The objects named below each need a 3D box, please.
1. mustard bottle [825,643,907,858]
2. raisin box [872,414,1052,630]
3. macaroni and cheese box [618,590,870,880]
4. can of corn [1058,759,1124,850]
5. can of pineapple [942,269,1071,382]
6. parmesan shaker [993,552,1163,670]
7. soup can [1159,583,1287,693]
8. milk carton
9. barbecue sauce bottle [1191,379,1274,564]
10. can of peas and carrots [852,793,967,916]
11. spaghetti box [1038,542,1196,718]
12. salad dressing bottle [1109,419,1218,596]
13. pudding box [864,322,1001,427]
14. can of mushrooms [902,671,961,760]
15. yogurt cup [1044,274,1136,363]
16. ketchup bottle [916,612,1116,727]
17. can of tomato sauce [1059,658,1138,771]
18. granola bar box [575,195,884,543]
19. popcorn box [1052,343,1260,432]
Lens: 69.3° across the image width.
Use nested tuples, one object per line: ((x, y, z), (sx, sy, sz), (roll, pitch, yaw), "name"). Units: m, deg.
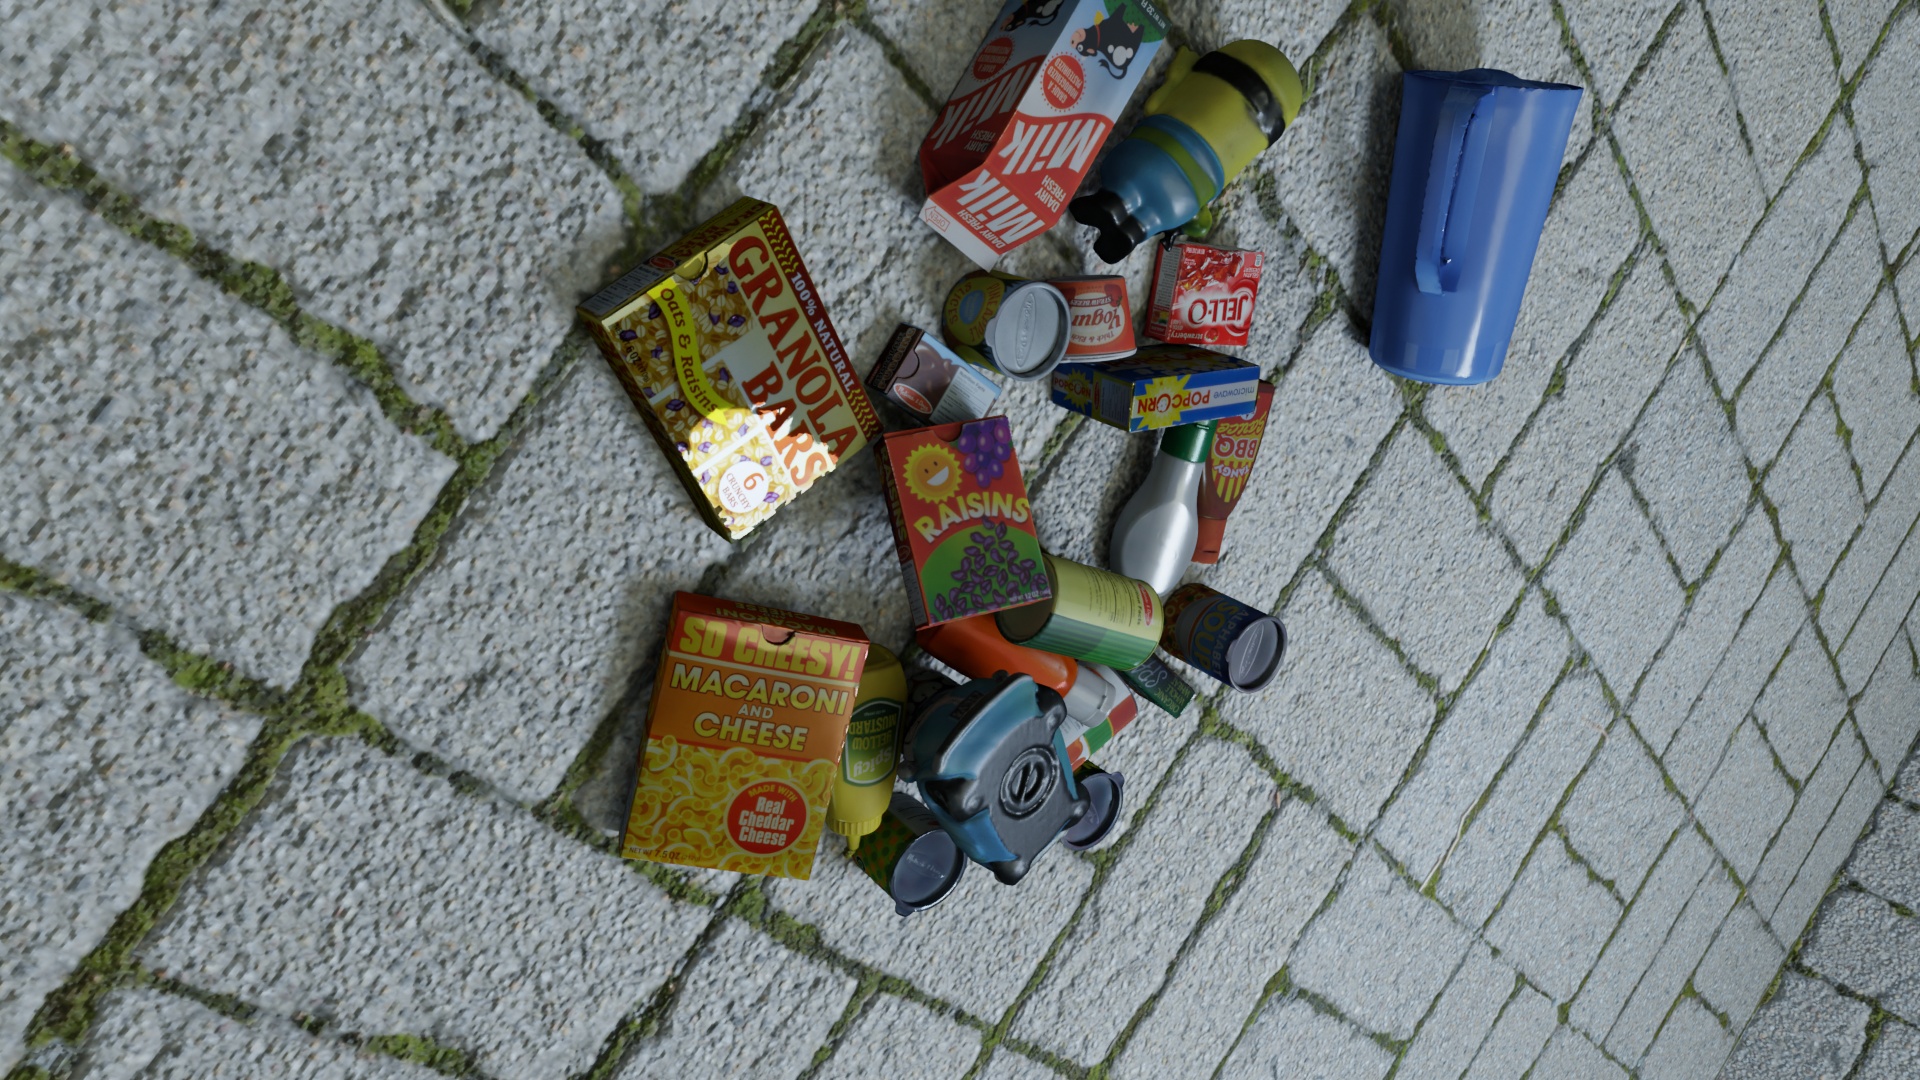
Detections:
((-0.072, 0.152, 0.960), (0.065, 0.049, 0.159), (-9, 113, -29), "mustard bottle")
((0.000, -0.012, 0.887), (0.086, 0.040, 0.123), (-11, 84, -18), "raisin box")
((-0.137, 0.126, 0.880), (0.124, 0.040, 0.166), (12, 101, -18), "macaroni and cheese box")
((0.086, 0.199, 1.094), (0.071, 0.058, 0.071), (-15, 116, -33), "can of corn")
((0.029, -0.143, 0.916), (0.071, 0.058, 0.070), (-15, 116, -33), "can of pineapple")
((0.080, 0.047, 0.960), (0.103, 0.071, 0.071), (16, 97, -37), "parmesan shaker")
((0.209, 0.077, 1.124), (0.071, 0.084, 0.071), (-15, 116, -33), "soup can")
((0.043, -0.266, 0.869), (0.072, 0.073, 0.190), (31, 88, -41), "milk carton")
((0.201, -0.057, 1.091), (0.065, 0.044, 0.148), (3, 106, -31), "barbecue sauce bottle")
((-0.039, 0.228, 1.009), (0.071, 0.059, 0.070), (-15, 116, -32), "can of peas and carrots")
((0.101, 0.064, 1.058), (0.029, 0.050, 0.249), (-53, 130, -6), "spaghetti box")
((0.158, -0.032, 1.057), (0.064, 0.044, 0.147), (11, 107, -16), "salad dressing bottle")
((-0.017, -0.102, 0.916), (0.083, 0.030, 0.049), (32, 88, -41), "pudding box")
((-0.021, 0.131, 1.002), (0.071, 0.033, 0.070), (-15, 117, -33), "can of mushrooms")
((0.086, -0.154, 0.954), (0.072, 0.072, 0.053), (-13, 107, -33), "yogurt cup")
((0.044, 0.084, 0.992), (0.149, 0.043, 0.065), (33, 79, -18), "ketchup bottle")
((0.084, 0.136, 1.063), (0.083, 0.071, 0.071), (-38, 126, -19), "can of tomato sauce")
((-0.130, -0.099, 0.824), (0.124, 0.039, 0.164), (-39, 127, -19), "granola bar box")
((0.141, -0.112, 0.996), (0.127, 0.085, 0.038), (-11, 115, -34), "popcorn box")
